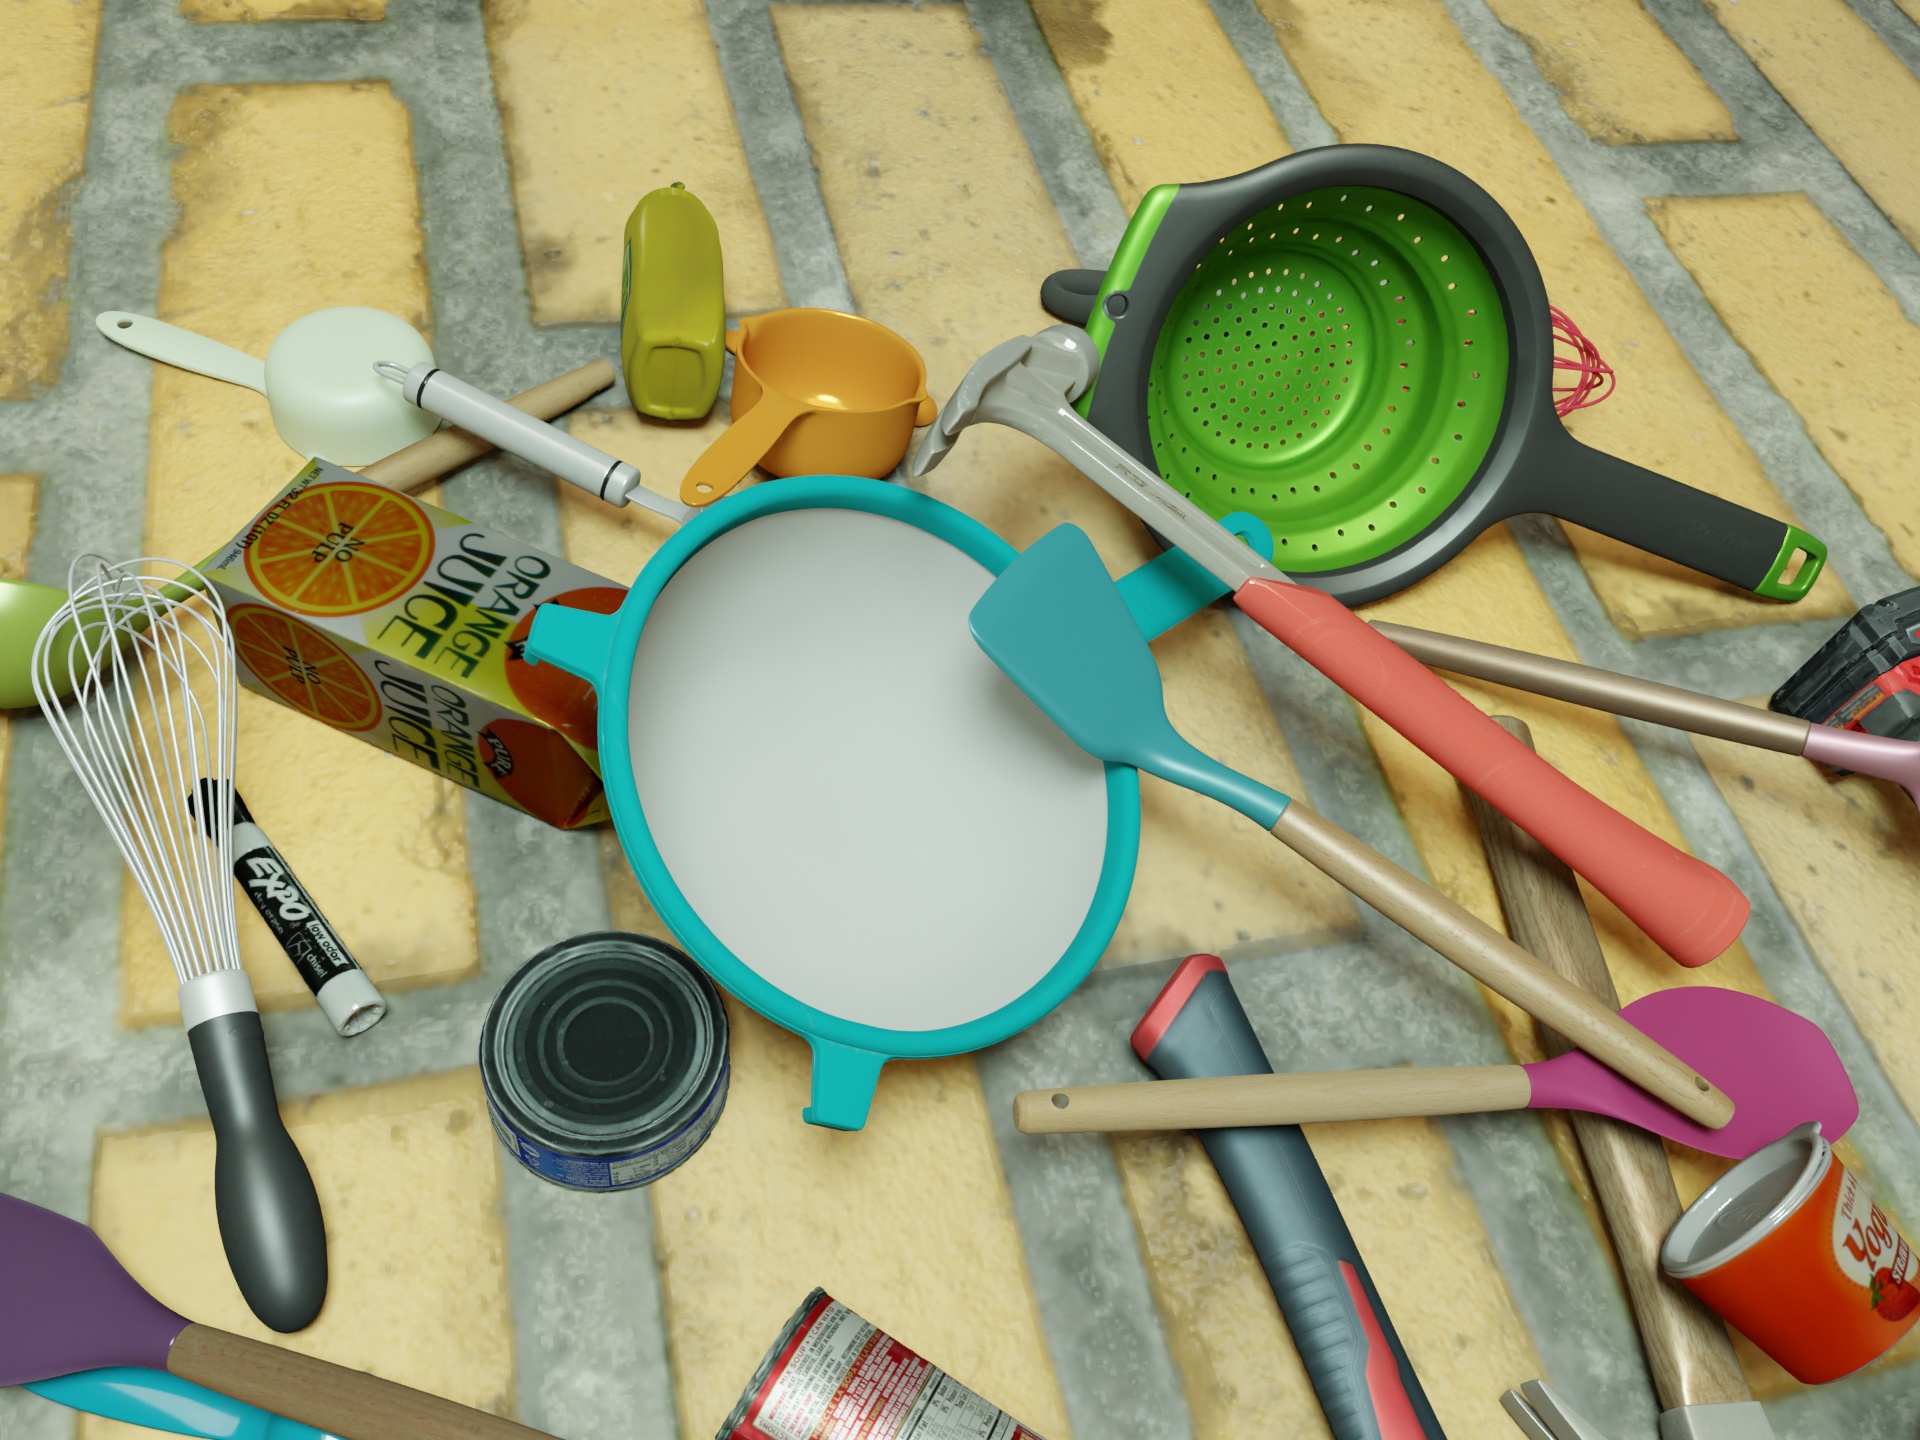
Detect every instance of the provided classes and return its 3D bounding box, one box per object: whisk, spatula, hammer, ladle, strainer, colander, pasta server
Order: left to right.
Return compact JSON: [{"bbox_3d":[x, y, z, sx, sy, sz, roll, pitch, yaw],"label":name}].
[{"bbox_3d":[-0.260,0.066,0.540,0.070,0.070,0.285,-16,71,-20],"label":"whisk"},{"bbox_3d":[-0.210,0.196,0.472,0.316,0.018,0.060,12,50,11],"label":"spatula"},{"bbox_3d":[-0.280,-0.098,0.673,0.320,0.078,0.062,-38,100,-34],"label":"ladle"},{"bbox_3d":[-0.139,-0.097,0.687,0.258,0.050,0.087,27,34,3],"label":"strainer"},{"bbox_3d":[-0.001,-0.002,0.624,0.340,0.095,0.211,-31,89,-39],"label":"strainer"},{"bbox_3d":[0.186,-0.198,0.821,0.296,0.073,0.073,11,53,7],"label":"whisk"},{"bbox_3d":[0.148,-0.023,0.606,0.359,0.036,0.149,38,32,0],"label":"hammer"},{"bbox_3d":[0.142,0.044,0.575,0.317,0.044,0.082,35,47,10],"label":"spatula"},{"bbox_3d":[0.233,-0.137,0.759,0.397,0.204,0.095,17,17,-16],"label":"colander"},{"bbox_3d":[0.160,0.246,0.507,0.143,0.038,0.387,-10,57,-18],"label":"hammer"},{"bbox_3d":[0.240,0.139,0.601,0.130,0.031,0.332,1,54,-9],"label":"hammer"},{"bbox_3d":[0.321,0.004,0.661,0.316,0.060,0.040,17,36,25],"label":"pasta server"}]

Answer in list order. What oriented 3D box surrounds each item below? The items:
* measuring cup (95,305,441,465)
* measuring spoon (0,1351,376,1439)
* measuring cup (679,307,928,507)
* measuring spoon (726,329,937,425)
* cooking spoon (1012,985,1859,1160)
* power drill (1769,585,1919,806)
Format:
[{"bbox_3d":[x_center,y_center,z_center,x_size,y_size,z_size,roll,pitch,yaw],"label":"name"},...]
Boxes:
[{"bbox_3d":[-0.320,-0.170,0.726,0.167,0.038,0.083,18,54,1],"label":"measuring cup"},{"bbox_3d":[-0.232,0.205,0.482,0.128,0.021,0.042,15,54,0],"label":"measuring spoon"},{"bbox_3d":[-0.079,-0.122,0.708,0.095,0.052,0.174,24,44,9],"label":"measuring cup"},{"bbox_3d":[-0.065,-0.173,0.787,0.117,0.011,0.021,22,54,7],"label":"measuring spoon"},{"bbox_3d":[0.174,0.130,0.560,0.318,0.017,0.069,0,53,-13],"label":"cooking spoon"},{"bbox_3d":[0.474,0.043,0.682,0.143,0.078,0.220,-17,62,-18],"label":"power drill"}]
